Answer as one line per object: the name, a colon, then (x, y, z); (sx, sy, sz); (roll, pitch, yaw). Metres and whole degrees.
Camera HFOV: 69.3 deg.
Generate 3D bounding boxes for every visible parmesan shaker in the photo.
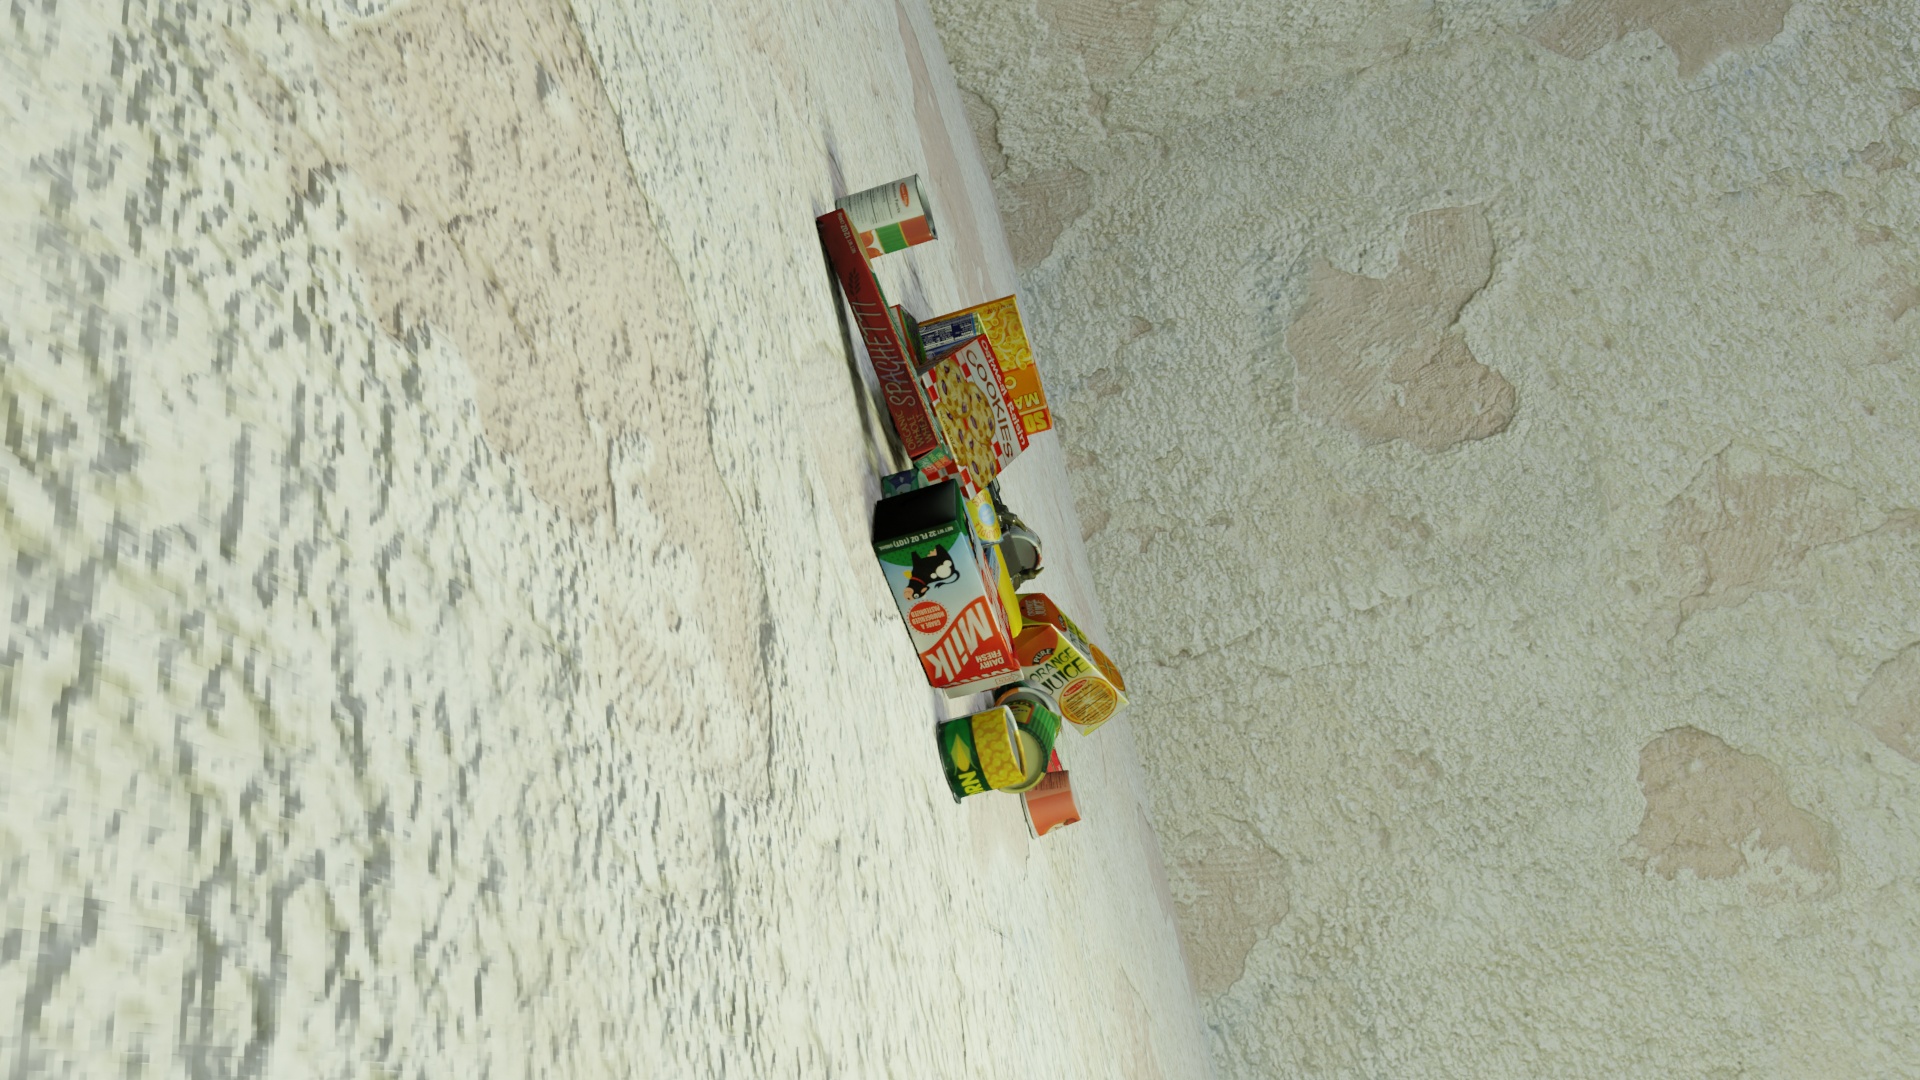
parmesan shaker: (0.057, 0.192, 1.314); (0.103, 0.071, 0.071); (-39, 113, -81)

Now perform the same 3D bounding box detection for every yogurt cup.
yogurt cup: (0.097, 0.277, 1.478); (0.072, 0.054, 0.072); (-19, 92, -82)

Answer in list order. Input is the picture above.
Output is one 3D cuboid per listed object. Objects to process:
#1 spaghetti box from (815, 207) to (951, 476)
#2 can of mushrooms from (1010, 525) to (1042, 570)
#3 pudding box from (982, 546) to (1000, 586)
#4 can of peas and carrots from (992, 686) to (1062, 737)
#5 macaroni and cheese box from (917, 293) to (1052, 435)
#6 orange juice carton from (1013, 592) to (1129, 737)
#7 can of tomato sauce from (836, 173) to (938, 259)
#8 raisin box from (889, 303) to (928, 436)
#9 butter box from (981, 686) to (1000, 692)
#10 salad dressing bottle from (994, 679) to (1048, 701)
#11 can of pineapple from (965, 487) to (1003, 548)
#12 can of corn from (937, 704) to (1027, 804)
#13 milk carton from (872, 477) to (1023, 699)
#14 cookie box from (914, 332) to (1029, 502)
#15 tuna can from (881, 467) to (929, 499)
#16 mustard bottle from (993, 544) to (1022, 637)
spaghetti box: (-0.067, -0.174, 1.210); (0.050, 0.028, 0.250); (46, 21, -71)
can of mushrooms: (0.068, 0.019, 1.728); (0.033, 0.071, 0.070); (-84, 157, -68)
pudding box: (0.012, 0.036, 1.381); (0.084, 0.049, 0.030); (-80, 154, -72)
can of peas and carrots: (0.066, 0.185, 1.418); (0.058, 0.071, 0.071); (36, 39, -76)
macaroni and cheese box: (0.031, -0.201, 1.687); (0.040, 0.124, 0.166); (-76, 150, -72)
orange juice carton: (0.108, 0.133, 1.620); (0.192, 0.073, 0.072); (45, 17, -22)
can of tomato sauce: (-0.072, -0.315, 1.366); (0.071, 0.083, 0.071); (-18, 92, -82)
raisin box: (-0.053, -0.161, 1.361); (0.086, 0.040, 0.123); (16, 57, -81)
butter box: (0.018, 0.096, 1.395); (0.104, 0.024, 0.053); (-96, 168, -46)
salad dressing bottle: (0.071, 0.180, 1.527); (0.147, 0.044, 0.064); (47, 31, -70)
can of pineapple: (0.005, -0.017, 1.367); (0.071, 0.071, 0.058); (0, 74, -81)
can of corn: (0.019, 0.176, 1.142); (0.071, 0.058, 0.071); (-18, 92, -82)
milk carton: (-0.007, 0.052, 1.155); (0.074, 0.072, 0.189); (-92, 164, -60)
cookie box: (0.003, -0.116, 1.313); (0.122, 0.040, 0.168); (68, 28, -12)
tuna can: (-0.042, -0.030, 1.208); (0.071, 0.033, 0.071); (-17, 92, -81)
mustard bottle: (0.022, 0.027, 1.468); (0.065, 0.049, 0.159); (-82, 155, -73)
